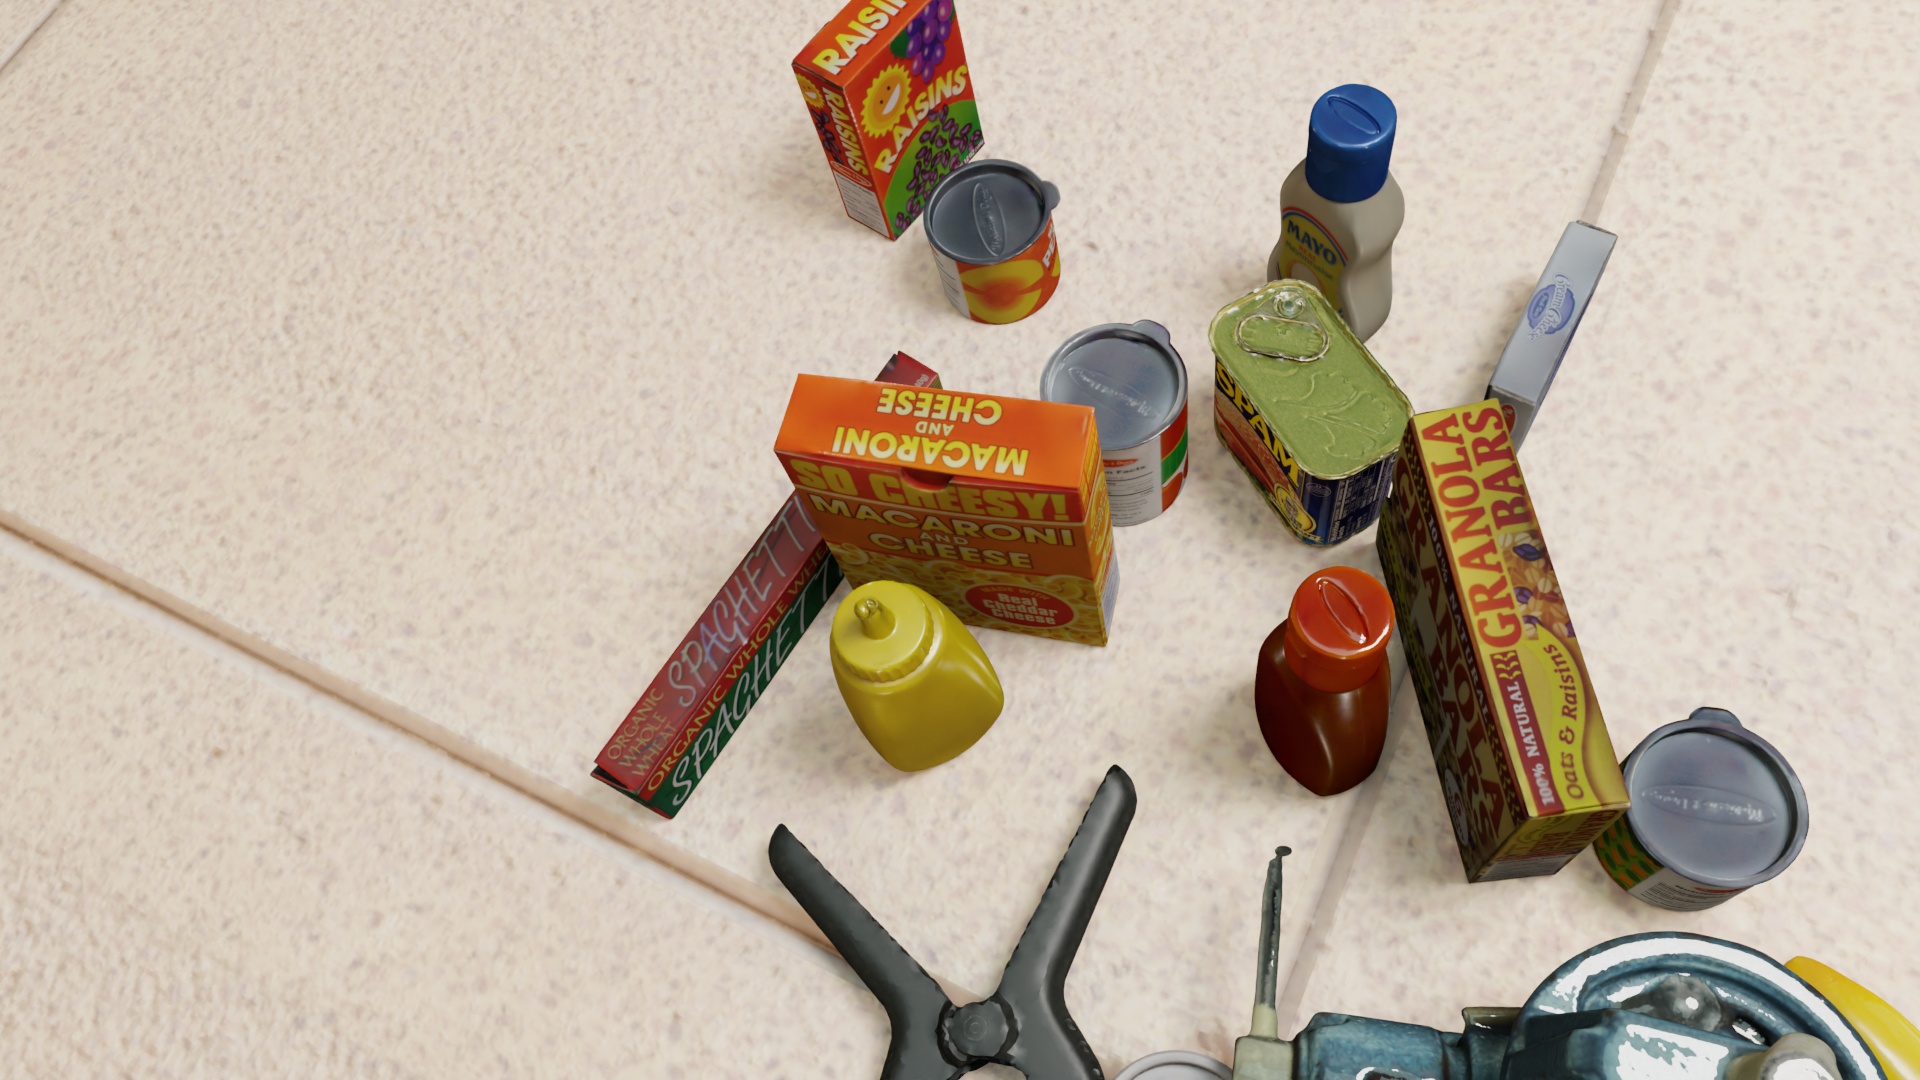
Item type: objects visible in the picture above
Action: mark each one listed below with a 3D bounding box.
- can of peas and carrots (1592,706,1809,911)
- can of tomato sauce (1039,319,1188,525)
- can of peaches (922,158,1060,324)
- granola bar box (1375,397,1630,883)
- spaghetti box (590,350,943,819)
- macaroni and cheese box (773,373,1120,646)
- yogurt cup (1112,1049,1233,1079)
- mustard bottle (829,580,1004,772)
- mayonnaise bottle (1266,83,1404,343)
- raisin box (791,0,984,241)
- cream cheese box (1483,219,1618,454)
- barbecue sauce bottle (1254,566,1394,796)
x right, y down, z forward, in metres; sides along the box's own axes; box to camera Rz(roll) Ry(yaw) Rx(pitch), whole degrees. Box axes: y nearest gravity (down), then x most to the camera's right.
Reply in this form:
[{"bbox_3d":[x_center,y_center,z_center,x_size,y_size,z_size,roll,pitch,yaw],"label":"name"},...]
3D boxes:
[{"bbox_3d":[0.294,0.109,0.559,0.071,0.058,0.071,-4,65,8],"label":"can of peas and carrots"},{"bbox_3d":[0.075,-0.055,0.660,0.071,0.082,0.071,-4,65,8],"label":"can of tomato sauce"},{"bbox_3d":[0.020,-0.157,0.731,0.071,0.058,0.071,-4,65,8],"label":"can of peaches"},{"bbox_3d":[0.212,0.045,0.566,0.039,0.123,0.166,-10,64,5],"label":"granola bar box"},{"bbox_3d":[-0.085,0.020,0.670,0.029,0.050,0.251,28,73,20],"label":"spaghetti box"},{"bbox_3d":[0.002,-0.008,0.604,0.124,0.166,0.040,8,67,13],"label":"macaroni and cheese box"},{"bbox_3d":[0.086,0.235,0.538,0.072,0.053,0.072,-4,65,8],"label":"yogurt cup"},{"bbox_3d":[-0.022,0.052,0.583,0.065,0.159,0.049,-33,64,-6],"label":"mustard bottle"},{"bbox_3d":[0.176,-0.149,0.650,0.041,0.147,0.065,-40,65,-9],"label":"mayonnaise bottle"},{"bbox_3d":[-0.035,-0.233,0.740,0.040,0.123,0.086,35,76,22],"label":"raisin box"},{"bbox_3d":[0.277,-0.096,0.661,0.024,0.053,0.104,25,72,20],"label":"cream cheese box"},{"bbox_3d":[0.147,0.056,0.559,0.044,0.148,0.065,-27,64,-3],"label":"barbecue sauce bottle"}]
